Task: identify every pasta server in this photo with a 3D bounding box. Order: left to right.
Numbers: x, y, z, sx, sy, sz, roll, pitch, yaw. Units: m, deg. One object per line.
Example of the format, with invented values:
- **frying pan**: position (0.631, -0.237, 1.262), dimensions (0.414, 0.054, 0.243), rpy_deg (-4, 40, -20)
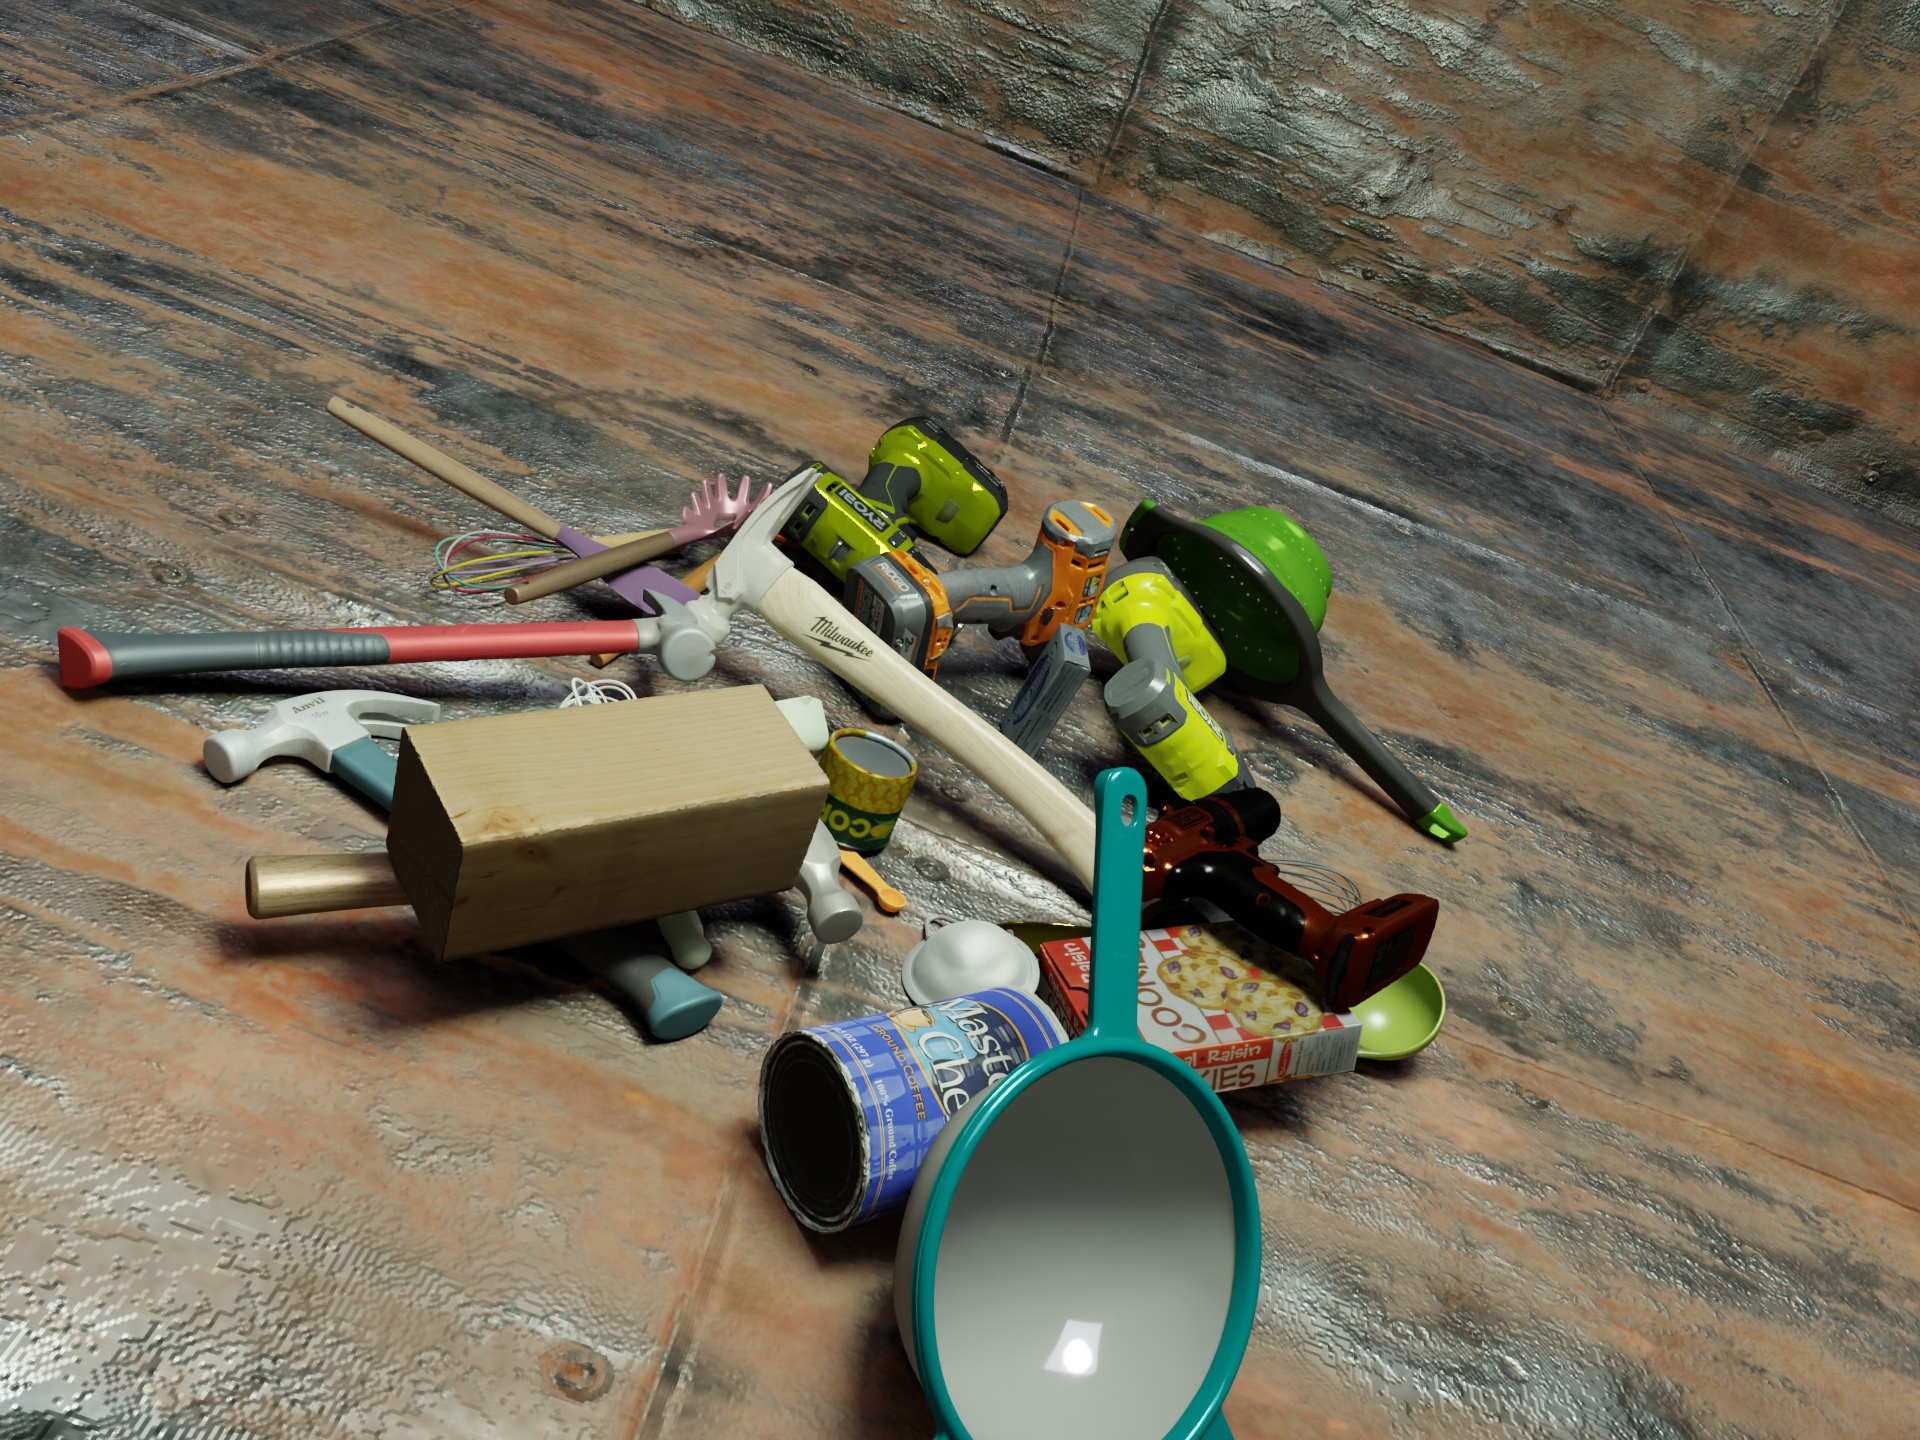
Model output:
- **pasta server**: position (-0.236, -0.137, 1.197), dimensions (0.060, 0.040, 0.316), rpy_deg (19, 24, 19)

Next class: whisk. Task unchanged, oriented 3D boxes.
- **whisk**: position (-0.304, -0.127, 1.223), dimensions (0.051, 0.047, 0.245), rpy_deg (44, 32, 19)
- **whisk**: position (-0.204, 0.059, 1.001), dimensions (0.059, 0.057, 0.247), rpy_deg (-27, 52, -7)
- **whisk**: position (0.188, 0.109, 1.177), dimensions (0.239, 0.055, 0.055), rpy_deg (18, 31, 1)

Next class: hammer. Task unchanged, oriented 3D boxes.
- **hammer**: position (-0.365, -0.053, 1.036), dimensions (0.386, 0.038, 0.143), rpy_deg (-3, 18, -24)
- **hammer**: position (-0.278, 0.081, 0.929), dimensions (0.331, 0.033, 0.128), rpy_deg (33, 34, 16)
- **hammer**: position (-0.224, 0.081, 0.900), dimensions (0.331, 0.031, 0.130), rpy_deg (-1, 42, -30)
- **hammer**: position (-0.002, -0.004, 1.123), dimensions (0.411, 0.146, 0.038), rpy_deg (39, 6, 6)

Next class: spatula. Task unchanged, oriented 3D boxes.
- **spatula**: position (-0.322, -0.151, 1.178), dimensions (0.315, 0.018, 0.060), rpy_deg (30, 31, -11)
- **spatula**: position (-0.204, -0.111, 1.280), dimensions (0.081, 0.041, 0.323), rpy_deg (29, 36, 8)

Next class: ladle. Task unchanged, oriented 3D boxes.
- **ladle**: position (0.190, 0.210, 1.015), dimensions (0.320, 0.062, 0.078), rpy_deg (-7, 36, -35)

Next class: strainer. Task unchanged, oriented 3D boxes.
- **strainer**: position (0.032, 0.192, 0.945), dimensions (0.087, 0.050, 0.259), rpy_deg (-14, 44, -18)
- **strainer**: position (0.045, 0.194, 0.778), dimensions (0.210, 0.095, 0.340), rpy_deg (12, 77, -35)

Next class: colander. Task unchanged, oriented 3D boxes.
- **colander**: position (0.313, -0.062, 1.390), dimensions (0.094, 0.204, 0.397), rpy_deg (-42, 83, -17)

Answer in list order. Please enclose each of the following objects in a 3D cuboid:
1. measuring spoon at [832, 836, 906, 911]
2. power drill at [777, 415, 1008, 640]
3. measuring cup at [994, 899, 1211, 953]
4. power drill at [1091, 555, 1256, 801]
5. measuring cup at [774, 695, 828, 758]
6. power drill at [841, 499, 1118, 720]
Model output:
- **measuring spoon**: position (-0.079, 0.093, 1.064), dimensions (0.117, 0.011, 0.021), rpy_deg (38, 26, 29)
- **power drill**: position (-0.044, -0.171, 1.408), dimensions (0.190, 0.080, 0.228), rpy_deg (41, 34, 0)
- **measuring cup**: position (0.093, 0.144, 1.068), dimensions (0.156, 0.062, 0.029), rpy_deg (5, 13, -7)
- **power drill**: position (0.177, -0.022, 1.303), dimensions (0.171, 0.080, 0.223), rpy_deg (46, 22, -28)
- **measuring cup**: position (-0.155, 0.017, 1.054), dimensions (0.167, 0.083, 0.038), rpy_deg (-7, 76, -51)
- **power drill**: position (0.016, -0.078, 1.264), dimensions (0.226, 0.164, 0.084), rpy_deg (-19, 49, -31)
